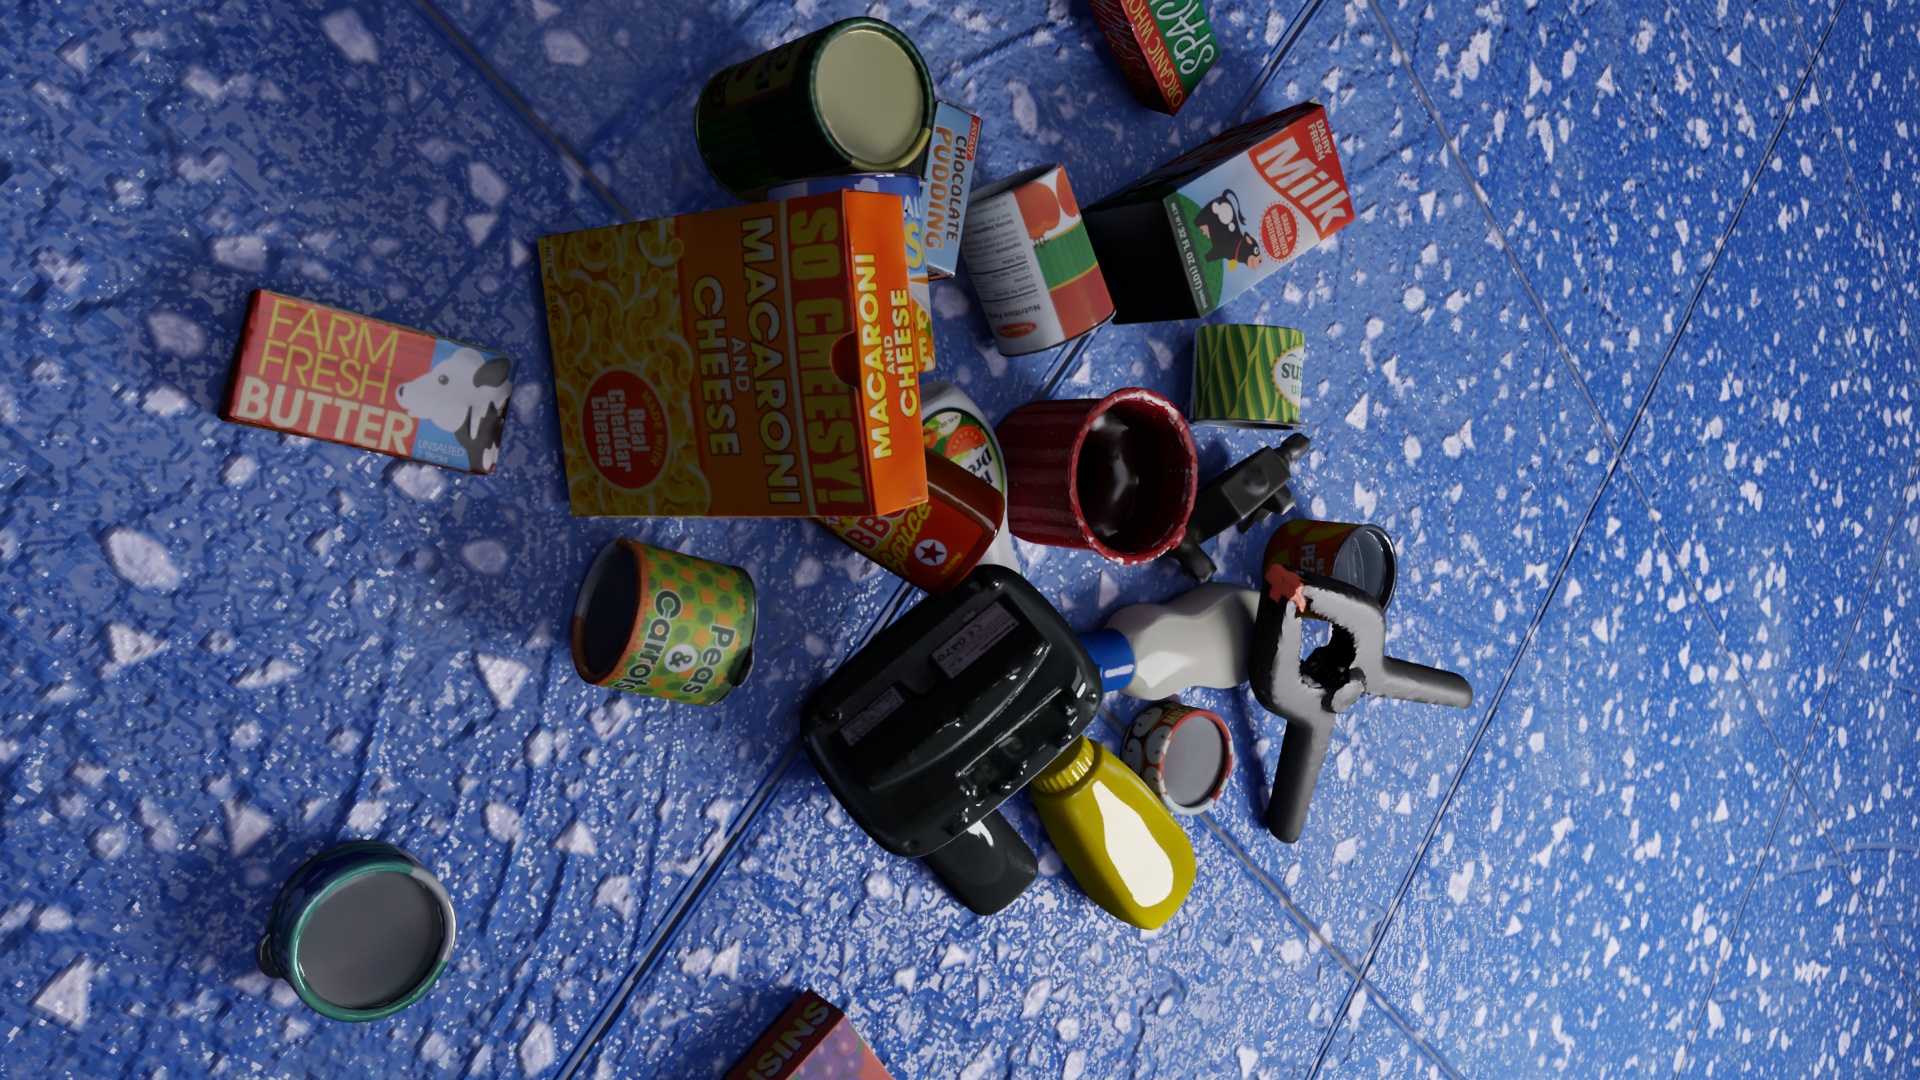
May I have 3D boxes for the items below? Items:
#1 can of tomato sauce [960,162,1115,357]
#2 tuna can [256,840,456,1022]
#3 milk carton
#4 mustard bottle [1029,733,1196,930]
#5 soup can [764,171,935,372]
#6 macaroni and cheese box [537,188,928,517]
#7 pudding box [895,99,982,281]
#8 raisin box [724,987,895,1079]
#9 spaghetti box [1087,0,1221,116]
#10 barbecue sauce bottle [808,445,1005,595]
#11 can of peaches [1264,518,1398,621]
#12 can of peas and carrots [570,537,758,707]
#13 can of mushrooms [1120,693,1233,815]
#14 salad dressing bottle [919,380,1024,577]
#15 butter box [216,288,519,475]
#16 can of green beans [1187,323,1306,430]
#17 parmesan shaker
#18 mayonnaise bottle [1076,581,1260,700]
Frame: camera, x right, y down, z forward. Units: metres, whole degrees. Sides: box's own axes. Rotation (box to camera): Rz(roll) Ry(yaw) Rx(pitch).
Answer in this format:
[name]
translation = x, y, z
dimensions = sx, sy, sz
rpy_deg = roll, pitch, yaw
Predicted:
[can of tomato sauce]
translation = 0.038, -0.149, 0.732
dimensions = 0.071, 0.071, 0.083
rpy_deg = -34, 113, -30
[tuna can]
translation = -0.244, 0.159, 0.562
dimensions = 0.071, 0.033, 0.071
rpy_deg = -3, 95, -37
[milk carton]
translation = 0.165, -0.199, 0.818
dimensions = 0.191, 0.073, 0.072
rpy_deg = -34, 113, -31
[mustard bottle]
translation = 0.078, 0.153, 0.795
dimensions = 0.065, 0.049, 0.159
rpy_deg = -47, 118, -25
[soup can]
translation = -0.044, -0.112, 0.597
dimensions = 0.071, 0.071, 0.083
rpy_deg = -11, 100, -36
[macaroni and cheese box]
translation = -0.097, -0.071, 0.570
dimensions = 0.040, 0.166, 0.123
rpy_deg = -17, 105, -56
[pudding box]
translation = -0.021, -0.172, 0.695
dimensions = 0.030, 0.049, 0.083
rpy_deg = 13, 85, -35
[raisin box]
translation = -0.067, 0.303, 0.703
dimensions = 0.086, 0.040, 0.123
rpy_deg = -43, 118, -26
[spaghetti box]
translation = 0.079, -0.308, 0.705
dimensions = 0.050, 0.029, 0.249
rpy_deg = -54, 149, -2
[barbecue sauce bottle]
translation = -0.055, -0.032, 0.661
dimensions = 0.148, 0.064, 0.044
rpy_deg = 30, 36, -16
[can of peaches]
translation = 0.238, 0.020, 0.900
dimensions = 0.071, 0.058, 0.071
rpy_deg = -4, 97, -36
[can of peas and carrots]
translation = -0.131, 0.038, 0.615
dimensions = 0.059, 0.071, 0.071
rpy_deg = 17, 83, -36
[can of mushrooms]
translation = 0.133, 0.130, 0.845
dimensions = 0.071, 0.033, 0.071
rpy_deg = -4, 96, -36
[salad dressing bottle]
translation = 0.003, -0.009, 0.728
dimensions = 0.064, 0.044, 0.147
rpy_deg = -31, 112, -19
[butter box]
translation = -0.235, -0.062, 0.557
dimensions = 0.103, 0.024, 0.053
rpy_deg = 13, 85, -37
[can of green beans]
translation = 0.172, -0.098, 0.836
dimensions = 0.071, 0.071, 0.058
rpy_deg = 3, 92, -37
[parmesan shaker]
translation = -0.065, -0.193, 0.627
dimensions = 0.071, 0.103, 0.071
rpy_deg = -3, 96, -37
[mayonnaise bottle]
translation = 0.118, 0.064, 0.824
dimensions = 0.148, 0.041, 0.064
rpy_deg = -8, 105, -35
